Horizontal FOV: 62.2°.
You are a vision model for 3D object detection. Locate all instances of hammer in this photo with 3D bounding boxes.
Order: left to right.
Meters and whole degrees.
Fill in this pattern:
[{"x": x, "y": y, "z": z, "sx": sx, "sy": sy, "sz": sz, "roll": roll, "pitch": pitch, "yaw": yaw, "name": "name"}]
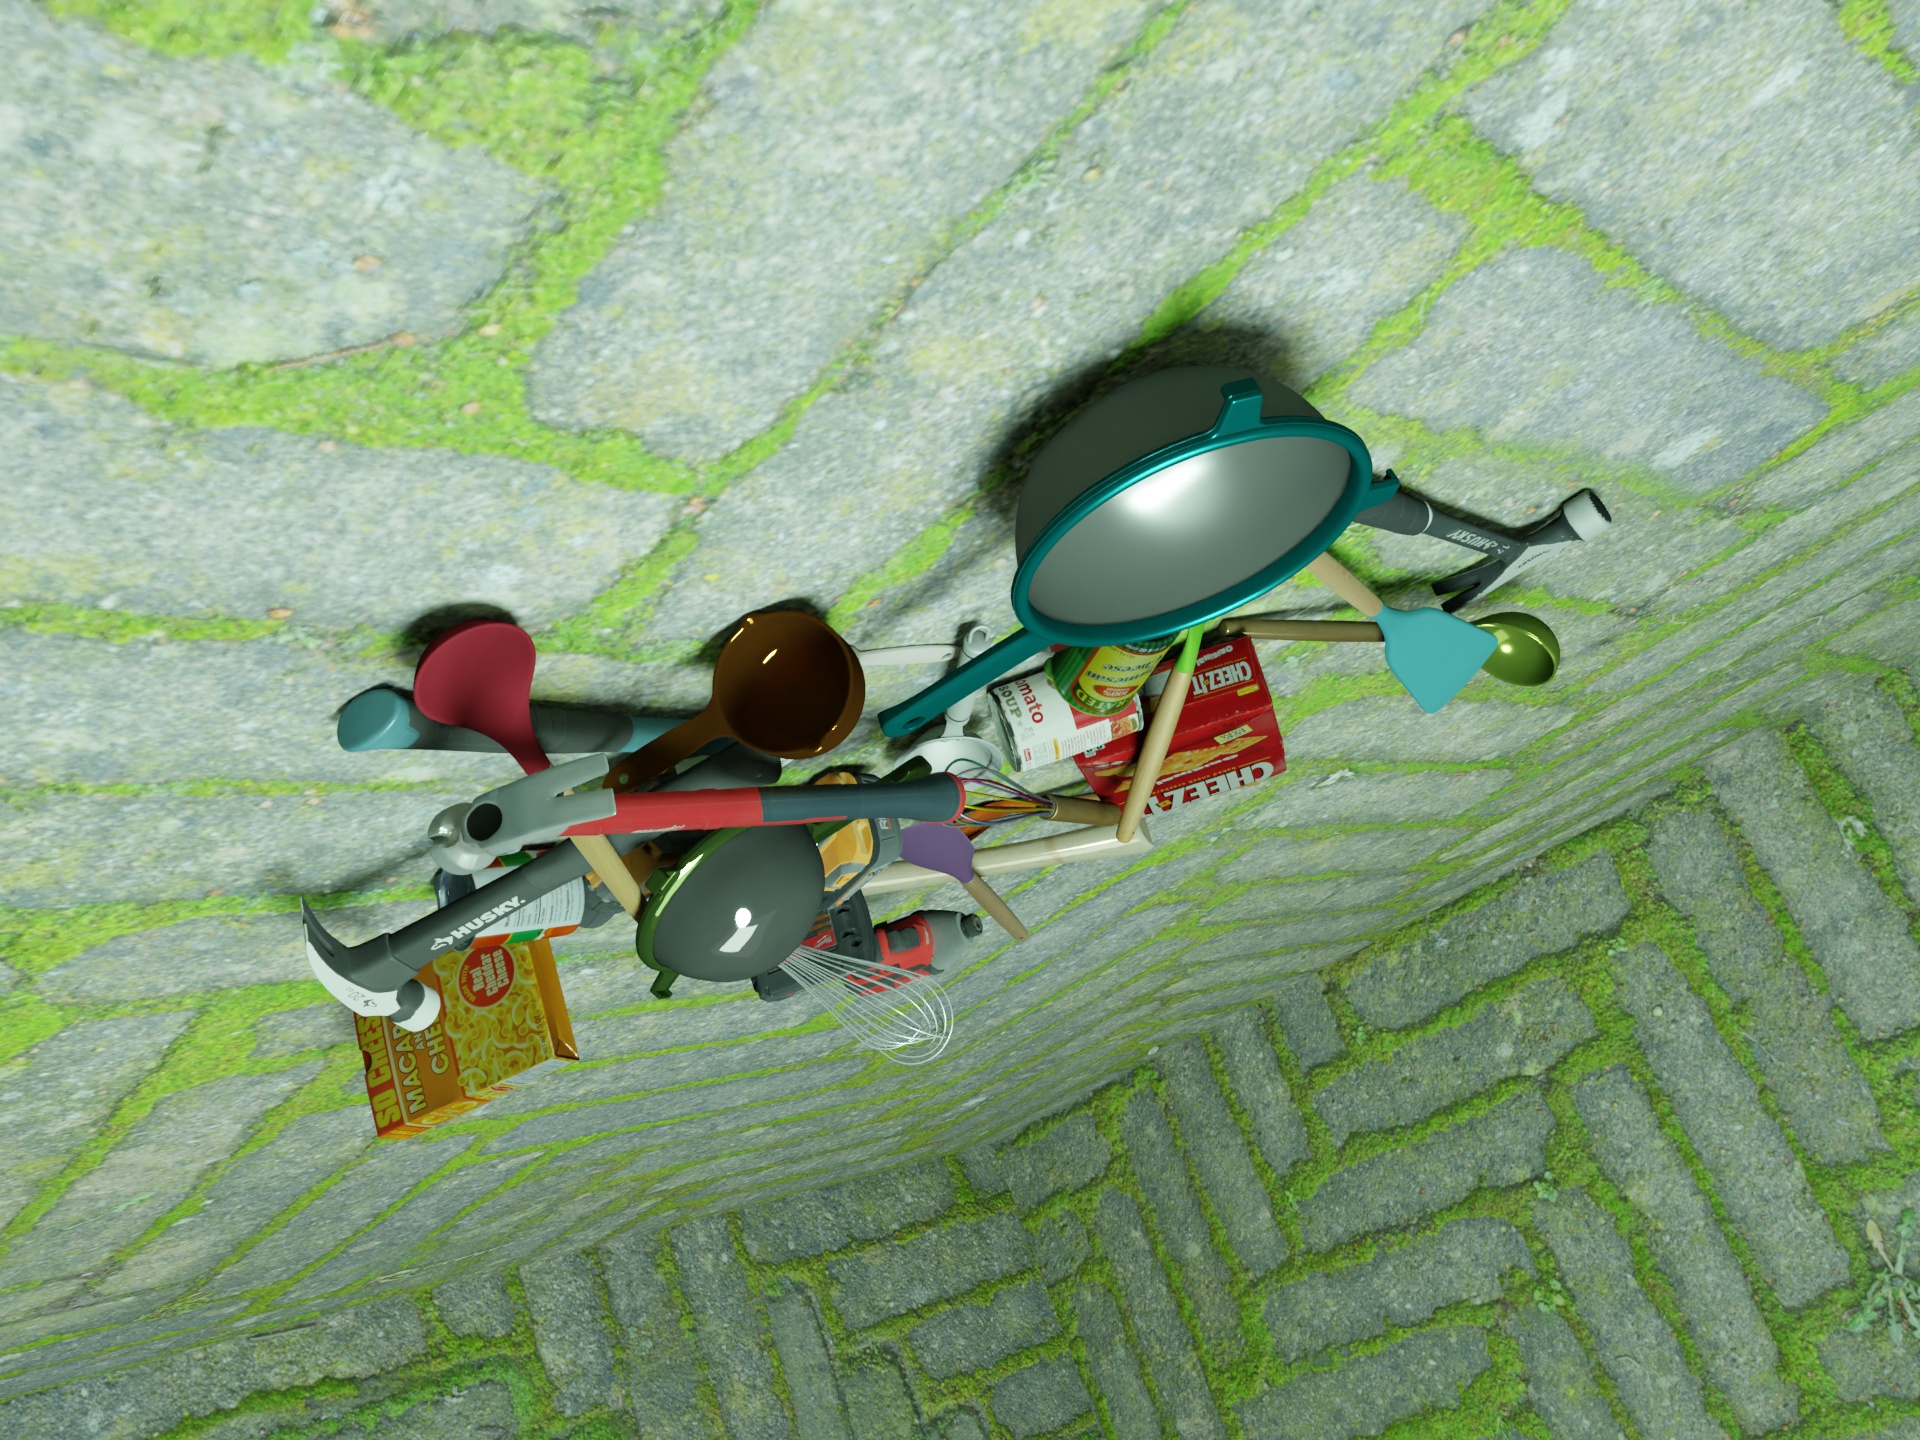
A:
[{"x": -0.265, "y": 0.093, "z": 1.032, "sx": 0.335, "sy": 0.035, "sz": 0.146, "roll": -29, "pitch": 144, "yaw": 3, "name": "hammer"}, {"x": -0.223, "y": 0.007, "z": 0.992, "sx": 0.128, "sy": 0.033, "sz": 0.330, "roll": -38, "pitch": 154, "yaw": 33, "name": "hammer"}, {"x": -0.115, "y": 0.049, "z": 0.966, "sx": 0.143, "sy": 0.038, "sz": 0.386, "roll": -19, "pitch": 168, "yaw": 37, "name": "hammer"}, {"x": -0.024, "y": 0.137, "z": 1.433, "sx": 0.410, "sy": 0.038, "sz": 0.146, "roll": -7, "pitch": 157, "yaw": -17, "name": "hammer"}, {"x": 0.344, "y": -0.146, "z": 1.182, "sx": 0.149, "sy": 0.036, "sz": 0.408, "roll": -36, "pitch": 155, "yaw": 34, "name": "hammer"}]

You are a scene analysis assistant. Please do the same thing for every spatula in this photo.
[{"x": 0.010, "y": 0.145, "z": 1.398, "sx": 0.060, "sy": 0.018, "sz": 0.315, "roll": -18, "pitch": 152, "yaw": 12, "name": "spatula"}, {"x": 0.120, "y": 0.084, "z": 1.465, "sx": 0.322, "sy": 0.041, "sz": 0.081, "roll": -8, "pitch": 158, "yaw": -4, "name": "spatula"}, {"x": 0.309, "y": -0.090, "z": 1.201, "sx": 0.082, "sy": 0.044, "sz": 0.317, "roll": -50, "pitch": 140, "yaw": 13, "name": "spatula"}]

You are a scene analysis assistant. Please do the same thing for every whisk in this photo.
[{"x": -0.131, "y": 0.188, "z": 1.263, "sx": 0.070, "sy": 0.285, "sz": 0.070, "roll": -52, "pitch": 156, "yaw": -34, "name": "whisk"}, {"x": 0.053, "y": 0.064, "z": 1.255, "sx": 0.047, "sy": 0.051, "sz": 0.244, "roll": -15, "pitch": 165, "yaw": 36, "name": "whisk"}]

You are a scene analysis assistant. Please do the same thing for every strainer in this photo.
[{"x": -0.102, "y": 0.106, "z": 1.101, "sx": 0.256, "sy": 0.069, "sz": 0.151, "roll": -32, "pitch": 152, "yaw": -30, "name": "strainer"}, {"x": -0.002, "y": -0.004, "z": 1.167, "sx": 0.087, "sy": 0.050, "sz": 0.258, "roll": -3, "pitch": 152, "yaw": -10, "name": "strainer"}, {"x": 0.068, "y": -0.104, "z": 0.927, "sx": 0.340, "sy": 0.095, "sz": 0.210, "roll": -32, "pitch": 155, "yaw": 30, "name": "strainer"}]

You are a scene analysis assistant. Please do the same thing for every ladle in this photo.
[{"x": -0.238, "y": 0.042, "z": 0.942, "sx": 0.069, "sy": 0.031, "sz": 0.315, "roll": -34, "pitch": 143, "yaw": -12, "name": "ladle"}, {"x": 0.356, "y": -0.061, "z": 1.308, "sx": 0.320, "sy": 0.062, "sz": 0.078, "roll": 0, "pitch": 166, "yaw": -22, "name": "ladle"}]

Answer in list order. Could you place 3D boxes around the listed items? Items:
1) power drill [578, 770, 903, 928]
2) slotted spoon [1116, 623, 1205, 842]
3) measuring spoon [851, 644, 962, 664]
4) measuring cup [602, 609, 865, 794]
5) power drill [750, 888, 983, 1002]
[{"x": -0.181, "y": 0.105, "z": 1.213, "sx": 0.226, "sy": 0.084, "sz": 0.185, "roll": 2, "pitch": 150, "yaw": -39, "name": "power drill"}, {"x": 0.157, "y": -0.019, "z": 1.177, "sx": 0.070, "sy": 0.031, "sz": 0.313, "roll": -40, "pitch": 153, "yaw": -43, "name": "slotted spoon"}, {"x": -0.046, "y": -0.038, "z": 1.078, "sx": 0.124, "sy": 0.018, "sz": 0.034, "roll": -7, "pitch": 154, "yaw": -37, "name": "measuring spoon"}, {"x": -0.137, "y": 0.002, "z": 0.974, "sx": 0.173, "sy": 0.095, "sz": 0.052, "roll": -30, "pitch": 167, "yaw": 7, "name": "measuring cup"}, {"x": -0.080, "y": 0.196, "z": 1.398, "sx": 0.143, "sy": 0.079, "sz": 0.219, "roll": -23, "pitch": 161, "yaw": 22, "name": "power drill"}]
